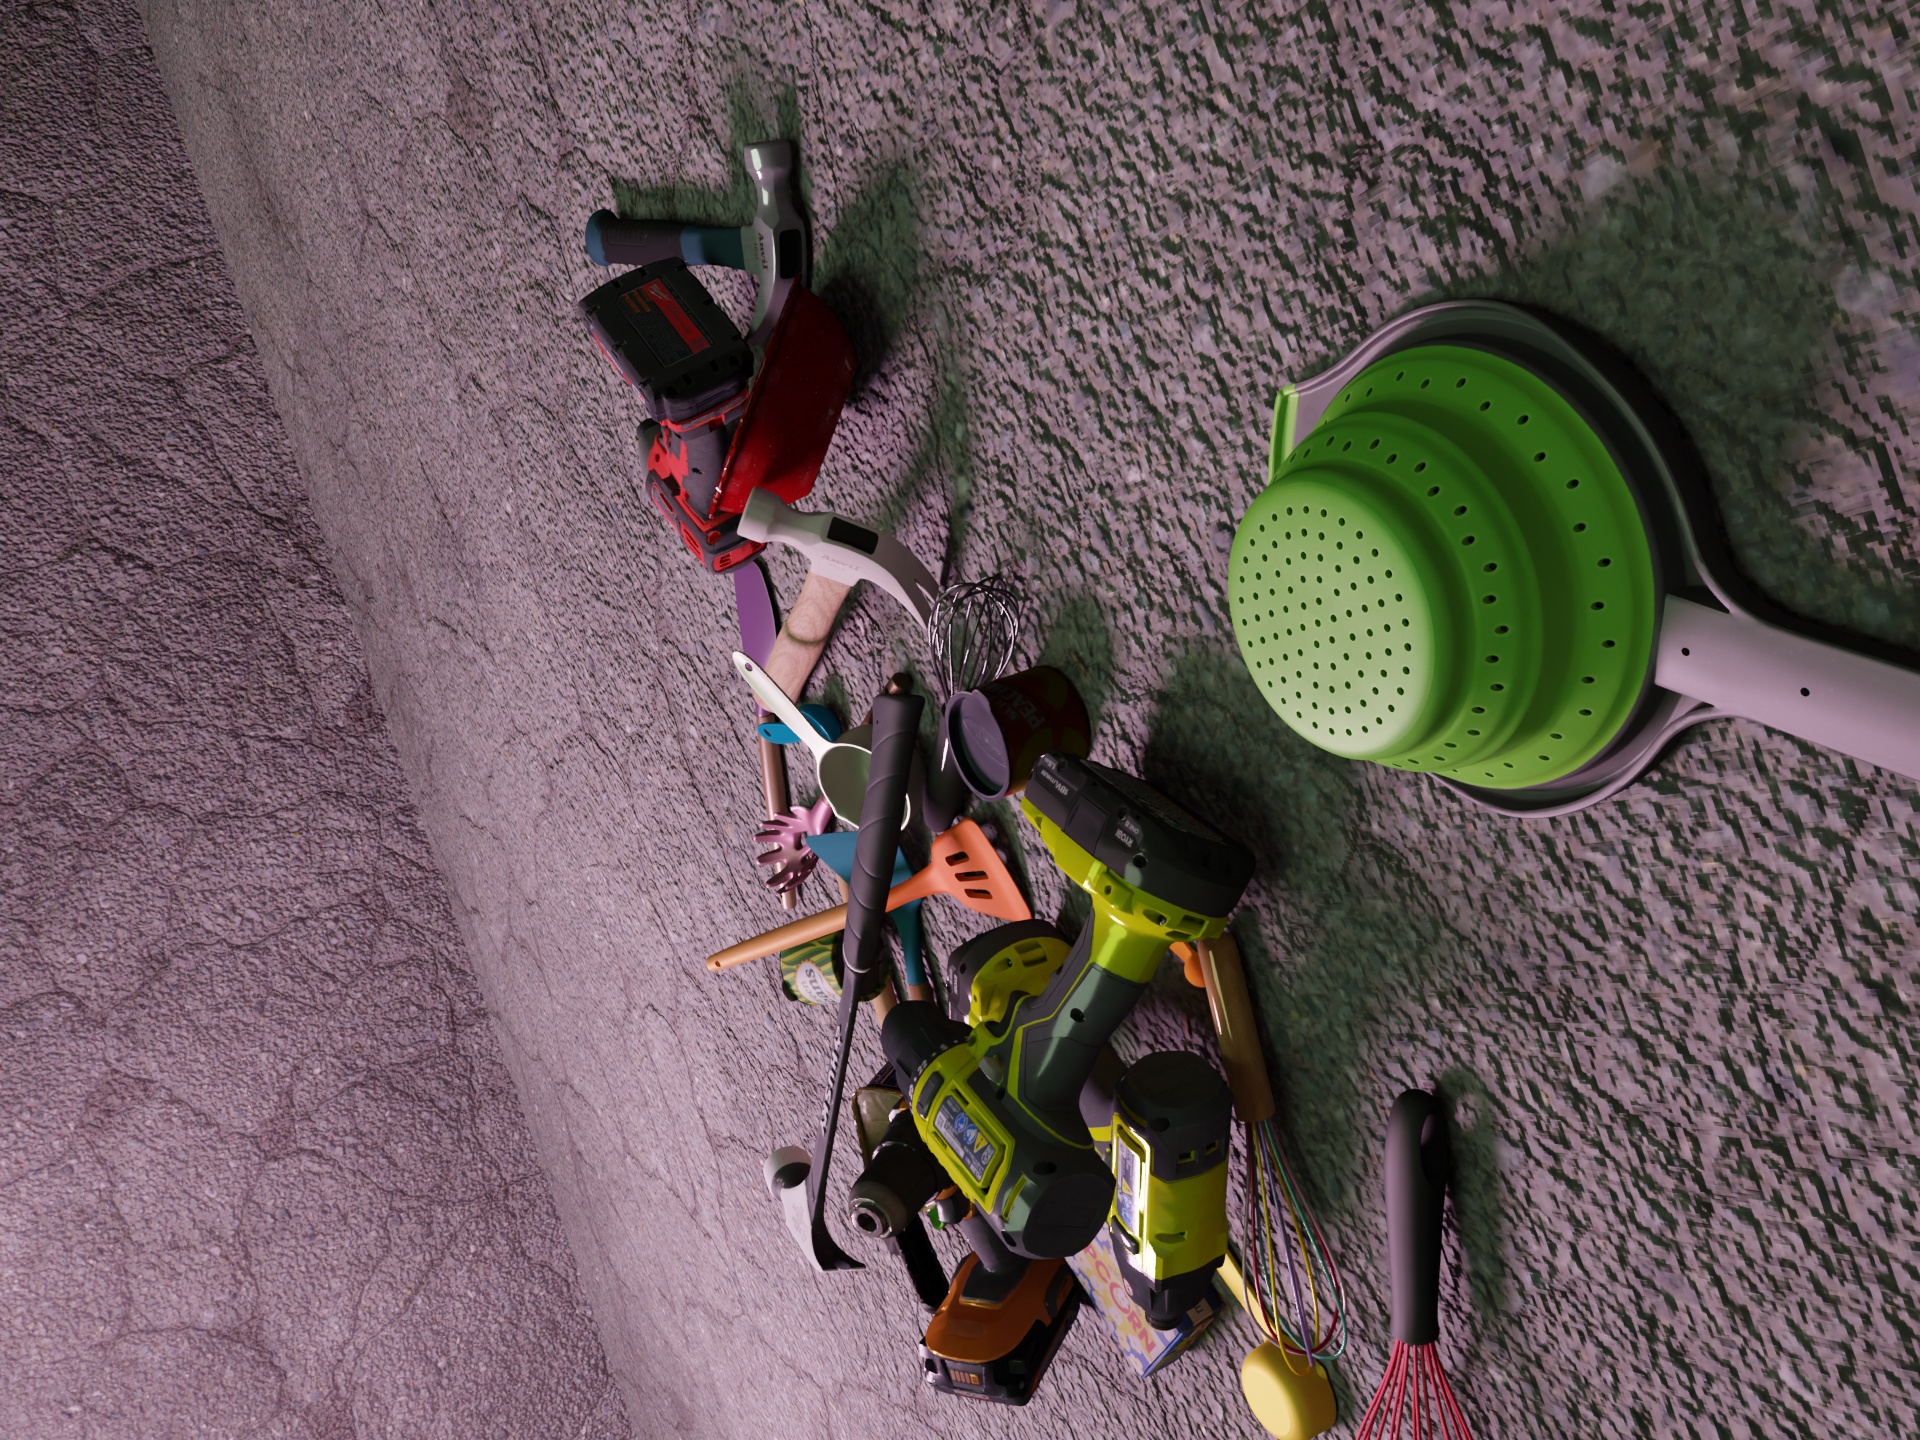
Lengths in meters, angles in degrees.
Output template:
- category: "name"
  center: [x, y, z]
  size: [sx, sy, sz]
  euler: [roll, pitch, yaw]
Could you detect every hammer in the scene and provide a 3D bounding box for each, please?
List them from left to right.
- category: "hammer"
  center: [-0.196, -0.341, 1.133]
  size: [0.331, 0.033, 0.128]
  euler: [26, 127, 53]
- category: "hammer"
  center: [-0.102, -0.063, 1.086]
  size: [0.331, 0.130, 0.031]
  euler: [131, 157, -69]
- category: "hammer"
  center: [-0.071, 0.175, 1.060]
  size: [0.149, 0.036, 0.408]
  euler: [-137, 55, -62]

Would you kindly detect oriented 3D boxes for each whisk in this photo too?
- category: "whisk"
  center: [-0.001, -0.002, 0.987]
  size: [0.055, 0.055, 0.238]
  euler: [53, 151, 30]
- category: "whisk"
  center: [0.162, 0.233, 0.848]
  size: [0.051, 0.047, 0.245]
  euler: [-5, 99, 62]
- category: "whisk"
  center: [0.222, 0.314, 0.778]
  size: [0.073, 0.073, 0.295]
  euler: [19, 118, 56]

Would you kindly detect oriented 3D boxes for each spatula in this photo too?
- category: "spatula"
  center: [-0.155, 0.018, 1.297]
  size: [0.060, 0.018, 0.315]
  euler: [28, 130, 47]
- category: "spatula"
  center: [-0.079, 0.139, 1.128]
  size: [0.322, 0.041, 0.081]
  euler: [-24, 101, 37]
- category: "spatula"
  center: [-0.033, 0.221, 1.180]
  size: [0.082, 0.044, 0.317]
  euler: [-6, 106, 33]

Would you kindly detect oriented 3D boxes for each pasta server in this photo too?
- category: "pasta server"
  center: [-0.097, 0.049, 1.194]
  size: [0.060, 0.040, 0.316]
  euler: [65, 150, 19]

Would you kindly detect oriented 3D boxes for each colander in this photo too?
- category: "colander"
  center: [0.215, -0.021, 0.542]
  size: [0.397, 0.094, 0.204]
  euler: [32, 133, 50]

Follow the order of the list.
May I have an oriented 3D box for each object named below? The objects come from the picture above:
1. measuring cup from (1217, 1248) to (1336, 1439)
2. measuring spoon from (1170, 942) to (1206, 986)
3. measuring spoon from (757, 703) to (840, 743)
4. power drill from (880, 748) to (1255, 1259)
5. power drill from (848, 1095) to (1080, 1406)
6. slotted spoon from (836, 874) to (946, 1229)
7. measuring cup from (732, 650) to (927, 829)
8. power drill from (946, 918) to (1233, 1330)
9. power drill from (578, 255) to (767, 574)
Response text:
- category: "measuring cup"
  center: [0.161, 0.348, 0.931]
  size: [0.157, 0.029, 0.062]
  euler: [56, 149, 21]
- category: "measuring spoon"
  center: [0.103, 0.110, 0.906]
  size: [0.117, 0.011, 0.021]
  euler: [48, 144, 36]
- category: "measuring spoon"
  center: [-0.125, 0.003, 1.228]
  size: [0.042, 0.021, 0.129]
  euler: [53, 156, -17]
- category: "power drill"
  center: [0.043, 0.137, 0.841]
  size: [0.191, 0.080, 0.228]
  euler: [38, 106, 55]
- category: "power drill"
  center: [0.001, 0.343, 1.057]
  size: [0.084, 0.185, 0.226]
  euler: [-3, 109, 29]
- category: "slotted spoon"
  center: [-0.051, 0.243, 1.245]
  size: [0.070, 0.031, 0.314]
  euler: [165, 88, -73]
- category: "measuring cup"
  center: [-0.089, 0.006, 1.097]
  size: [0.167, 0.038, 0.083]
  euler: [46, 137, 1]
- category: "power drill"
  center: [0.075, 0.230, 0.927]
  size: [0.223, 0.080, 0.171]
  euler: [41, 139, 54]
- category: "power drill"
  center: [-0.201, -0.214, 1.138]
  size: [0.143, 0.078, 0.219]
  euler: [52, 162, 22]
